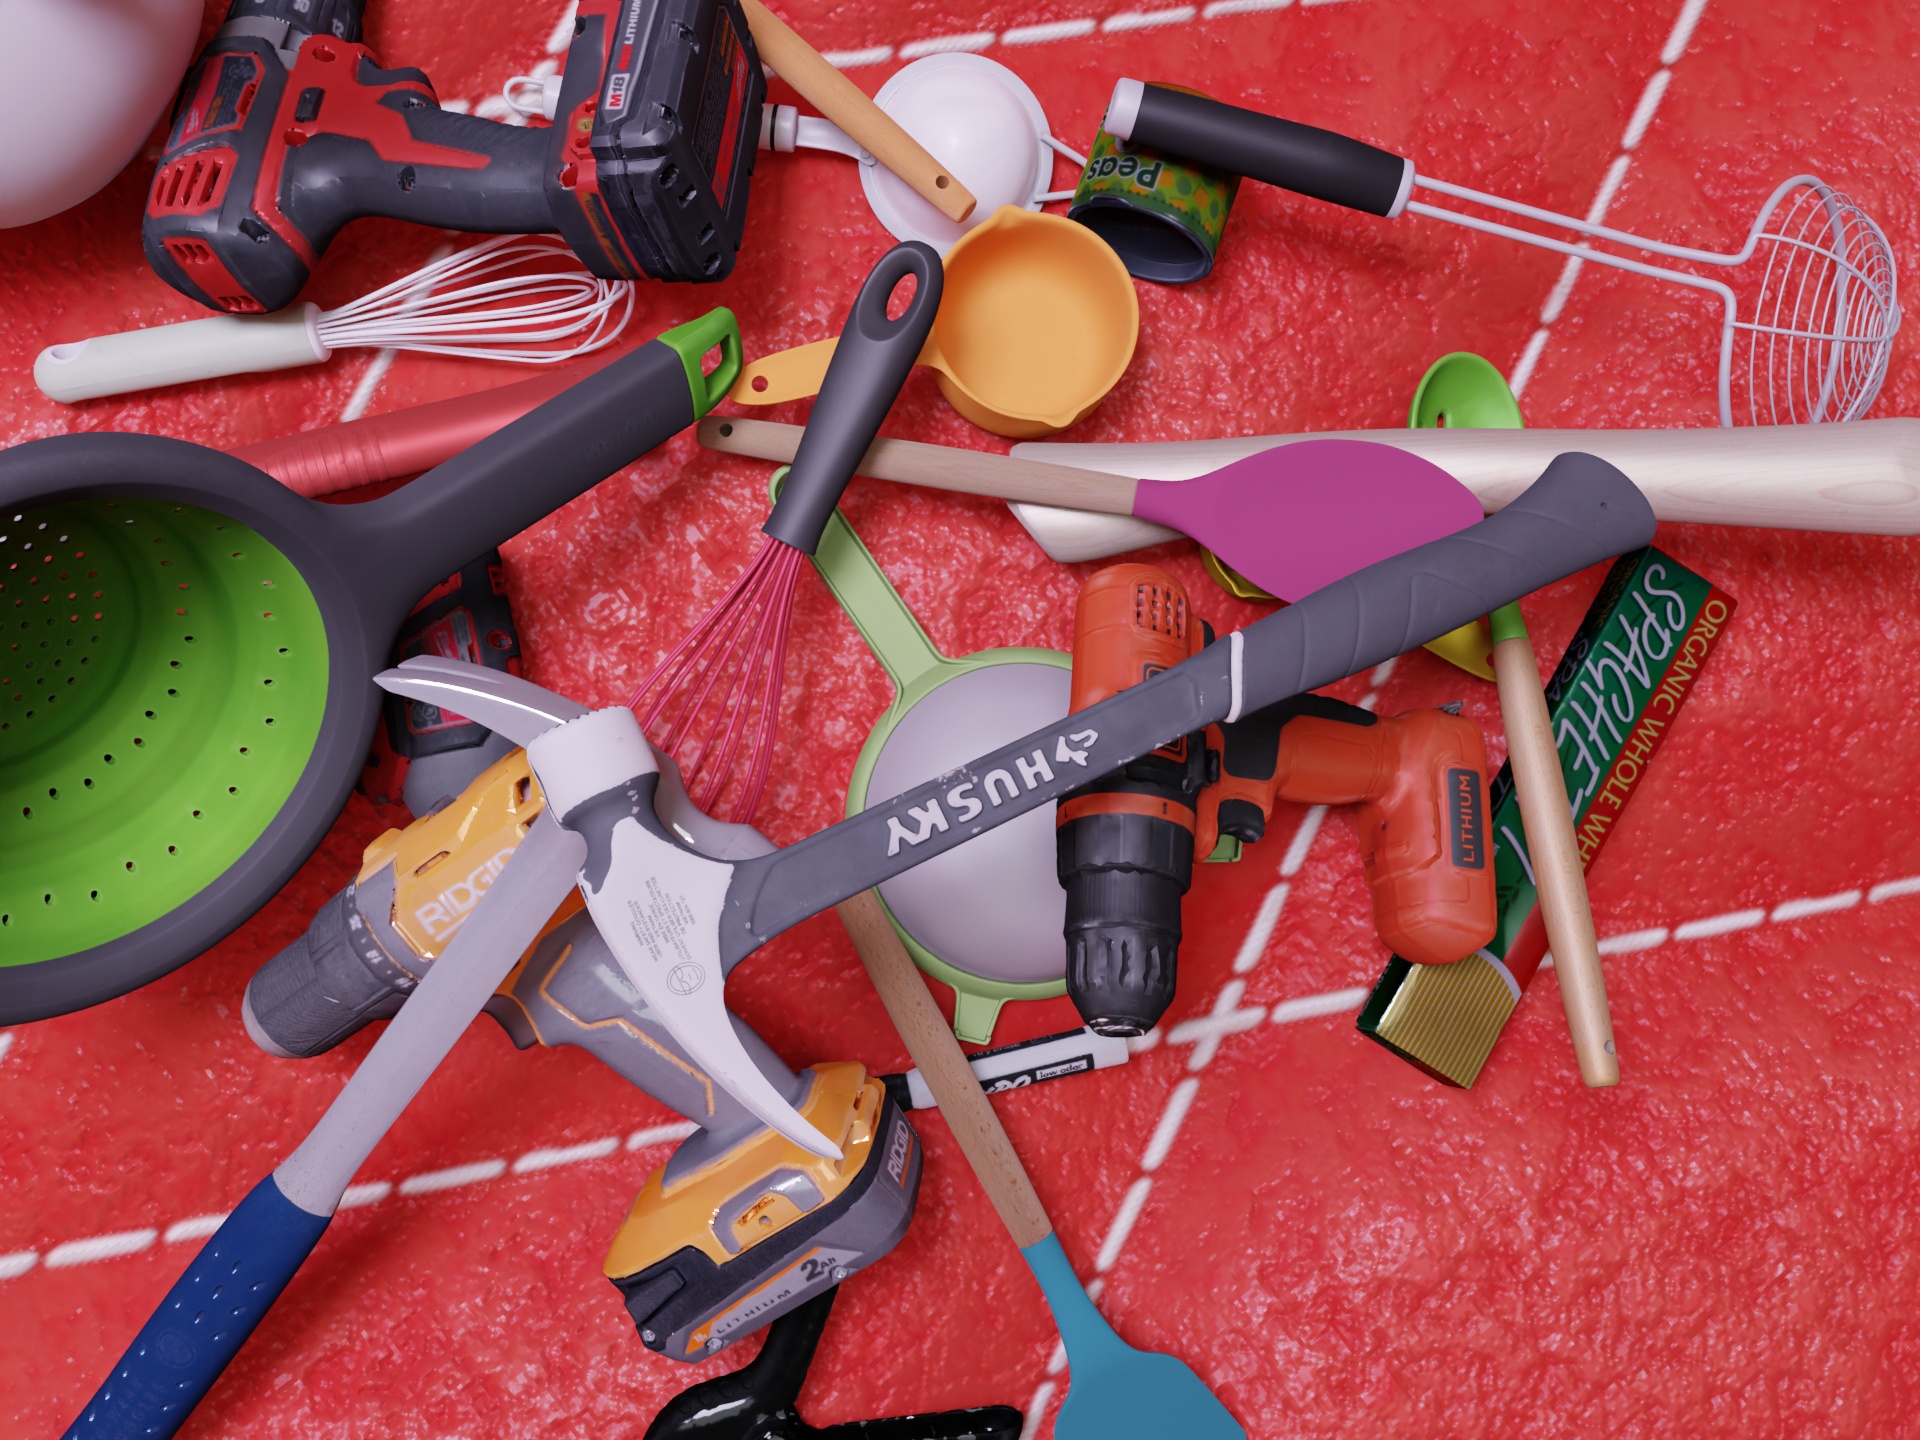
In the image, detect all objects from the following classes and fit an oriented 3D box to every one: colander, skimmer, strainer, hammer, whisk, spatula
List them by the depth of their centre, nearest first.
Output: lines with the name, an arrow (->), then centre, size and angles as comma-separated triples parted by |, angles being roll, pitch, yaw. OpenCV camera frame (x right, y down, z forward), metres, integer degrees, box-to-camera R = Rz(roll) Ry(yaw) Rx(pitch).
hammer -> 0.077, -0.003, 0.530 | 0.409, 0.036, 0.149 | -24, 84, -20
colander -> -0.247, -0.056, 0.556 | 0.095, 0.204, 0.397 | 33, 57, 29
strainer -> -0.308, -0.255, 0.557 | 0.095, 0.341, 0.211 | 22, 86, -43
hammer -> -0.230, 0.154, 0.561 | 0.144, 0.035, 0.405 | 39, 106, -2
hammer -> -0.297, -0.095, 0.629 | 0.359, 0.149, 0.036 | -17, 126, -16
whisk -> -0.077, -0.053, 0.632 | 0.073, 0.073, 0.296 | 25, 95, -3
hammer -> 0.224, -0.108, 0.635 | 0.410, 0.038, 0.146 | 1, 92, 10
spatula -> 0.015, 0.186, 0.647 | 0.082, 0.044, 0.317 | -28, 90, -5
strainer -> -0.001, -0.002, 0.652 | 0.151, 0.069, 0.256 | -35, 91, -7
whisk -> -0.257, -0.161, 0.657 | 0.246, 0.059, 0.058 | -10, 43, -2
spatula -> -0.116, -0.313, 0.665 | 0.322, 0.041, 0.081 | 42, 84, 5
skimmer -> 0.232, -0.199, 0.671 | 0.363, 0.090, 0.127 | 14, 92, -6
strainer -> -0.068, -0.252, 0.682 | 0.258, 0.050, 0.087 | 7, 100, -1

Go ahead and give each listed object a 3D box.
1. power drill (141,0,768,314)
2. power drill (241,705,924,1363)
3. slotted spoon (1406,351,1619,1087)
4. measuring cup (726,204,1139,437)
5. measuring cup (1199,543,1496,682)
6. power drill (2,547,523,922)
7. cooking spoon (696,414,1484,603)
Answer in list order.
power drill -> -0.196, -0.251, 0.623 | 0.227, 0.080, 0.188 | 1, 67, 11
power drill -> -0.144, 0.130, 0.599 | 0.185, 0.084, 0.226 | -34, 102, 14
slotted spoon -> 0.231, -0.008, 0.659 | 0.070, 0.031, 0.314 | 5, 69, -28
measuring cup -> -0.013, -0.154, 0.673 | 0.173, 0.052, 0.095 | -14, 87, -3
measuring cup -> 0.174, -0.055, 0.694 | 0.156, 0.029, 0.062 | 29, 84, -5
power drill -> -0.281, 0.010, 0.626 | 0.219, 0.078, 0.143 | -12, 86, -9
cooking spoon -> 0.045, -0.094, 0.639 | 0.319, 0.017, 0.069 | 10, 90, 10
